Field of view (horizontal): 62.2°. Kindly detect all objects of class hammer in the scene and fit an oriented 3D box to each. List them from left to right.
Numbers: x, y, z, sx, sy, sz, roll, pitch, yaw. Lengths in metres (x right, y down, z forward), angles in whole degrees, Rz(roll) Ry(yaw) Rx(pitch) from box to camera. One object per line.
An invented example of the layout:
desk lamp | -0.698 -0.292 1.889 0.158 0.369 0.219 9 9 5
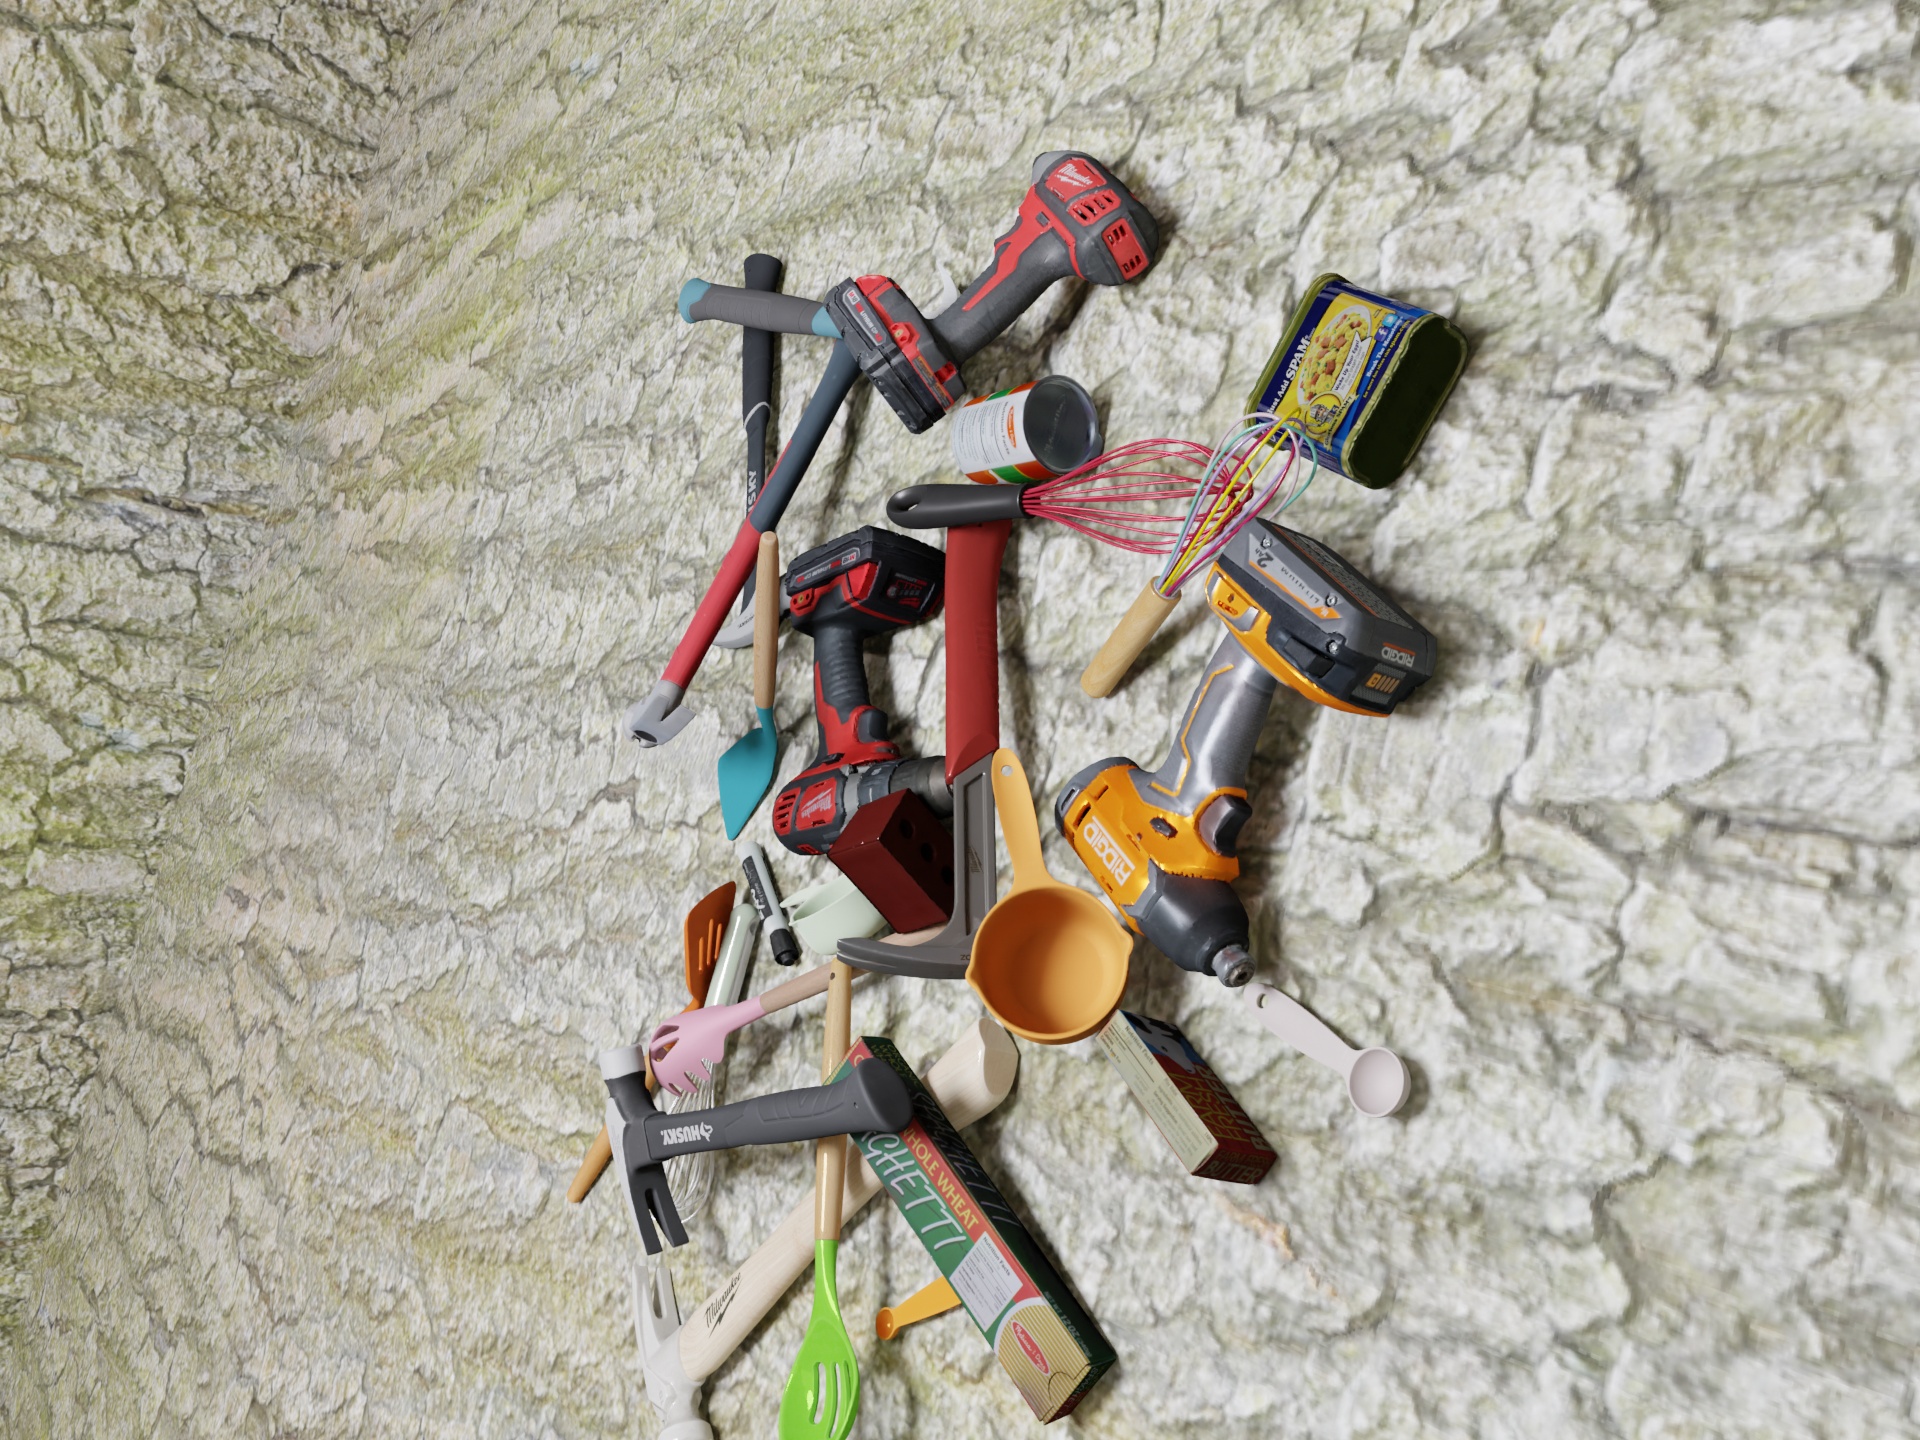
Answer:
hammer | -0.140 0.270 1.042 0.335 0.035 0.146 -23 76 47
hammer | -0.183 -0.250 1.417 0.149 0.036 0.409 -28 54 42
hammer | -0.154 -0.157 1.250 0.386 0.038 0.143 -65 15 -16
hammer | -0.101 0.331 1.075 0.410 0.038 0.146 -50 41 24
hammer | -0.122 -0.329 1.302 0.331 0.033 0.128 21 69 40
hammer | -0.002 -0.003 1.037 0.036 0.149 0.359 100 171 -58

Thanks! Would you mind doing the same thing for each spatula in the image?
spatula | -0.253 0.269 1.276 0.041 0.081 0.322 35 112 8
spatula | -0.159 -0.028 1.210 0.317 0.044 0.082 101 159 -51

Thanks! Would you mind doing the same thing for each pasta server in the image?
pasta server | -0.111 0.192 1.120 0.316 0.040 0.060 -27 51 27

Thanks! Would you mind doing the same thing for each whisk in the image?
whisk | -0.193 0.260 1.214 0.059 0.057 0.246 11 79 17
whisk | 0.059 -0.142 1.025 0.296 0.073 0.073 5 79 42
whisk | 0.133 -0.091 0.924 0.244 0.051 0.047 123 165 -47

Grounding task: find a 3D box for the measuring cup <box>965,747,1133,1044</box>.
measuring cup | 0.044 0.102 0.919 0.095 0.052 0.174 -14 67 4

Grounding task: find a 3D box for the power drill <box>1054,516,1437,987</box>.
power drill | 0.153 0.024 0.861 0.226 0.084 0.164 -59 40 21

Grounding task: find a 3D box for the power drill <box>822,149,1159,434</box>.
power drill | 0.020 -0.315 1.122 0.219 0.078 0.143 -34 48 7

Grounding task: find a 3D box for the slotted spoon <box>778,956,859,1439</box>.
slotted spoon | -0.082 0.304 1.012 0.070 0.031 0.314 -22 57 42

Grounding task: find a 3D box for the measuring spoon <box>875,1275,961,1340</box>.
measuring spoon | -0.011 0.355 0.979 0.117 0.011 0.021 -38 48 30

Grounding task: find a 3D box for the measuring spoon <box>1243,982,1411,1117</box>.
measuring spoon | 0.188 0.165 0.816 0.124 0.018 0.034 32 101 58

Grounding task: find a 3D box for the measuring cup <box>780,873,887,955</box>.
measuring cup | -0.094 0.138 1.141 0.083 0.038 0.167 -36 6 -23

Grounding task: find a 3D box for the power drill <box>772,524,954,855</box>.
power drill | -0.058 -0.019 1.138 0.188 0.080 0.227 -16 66 47
